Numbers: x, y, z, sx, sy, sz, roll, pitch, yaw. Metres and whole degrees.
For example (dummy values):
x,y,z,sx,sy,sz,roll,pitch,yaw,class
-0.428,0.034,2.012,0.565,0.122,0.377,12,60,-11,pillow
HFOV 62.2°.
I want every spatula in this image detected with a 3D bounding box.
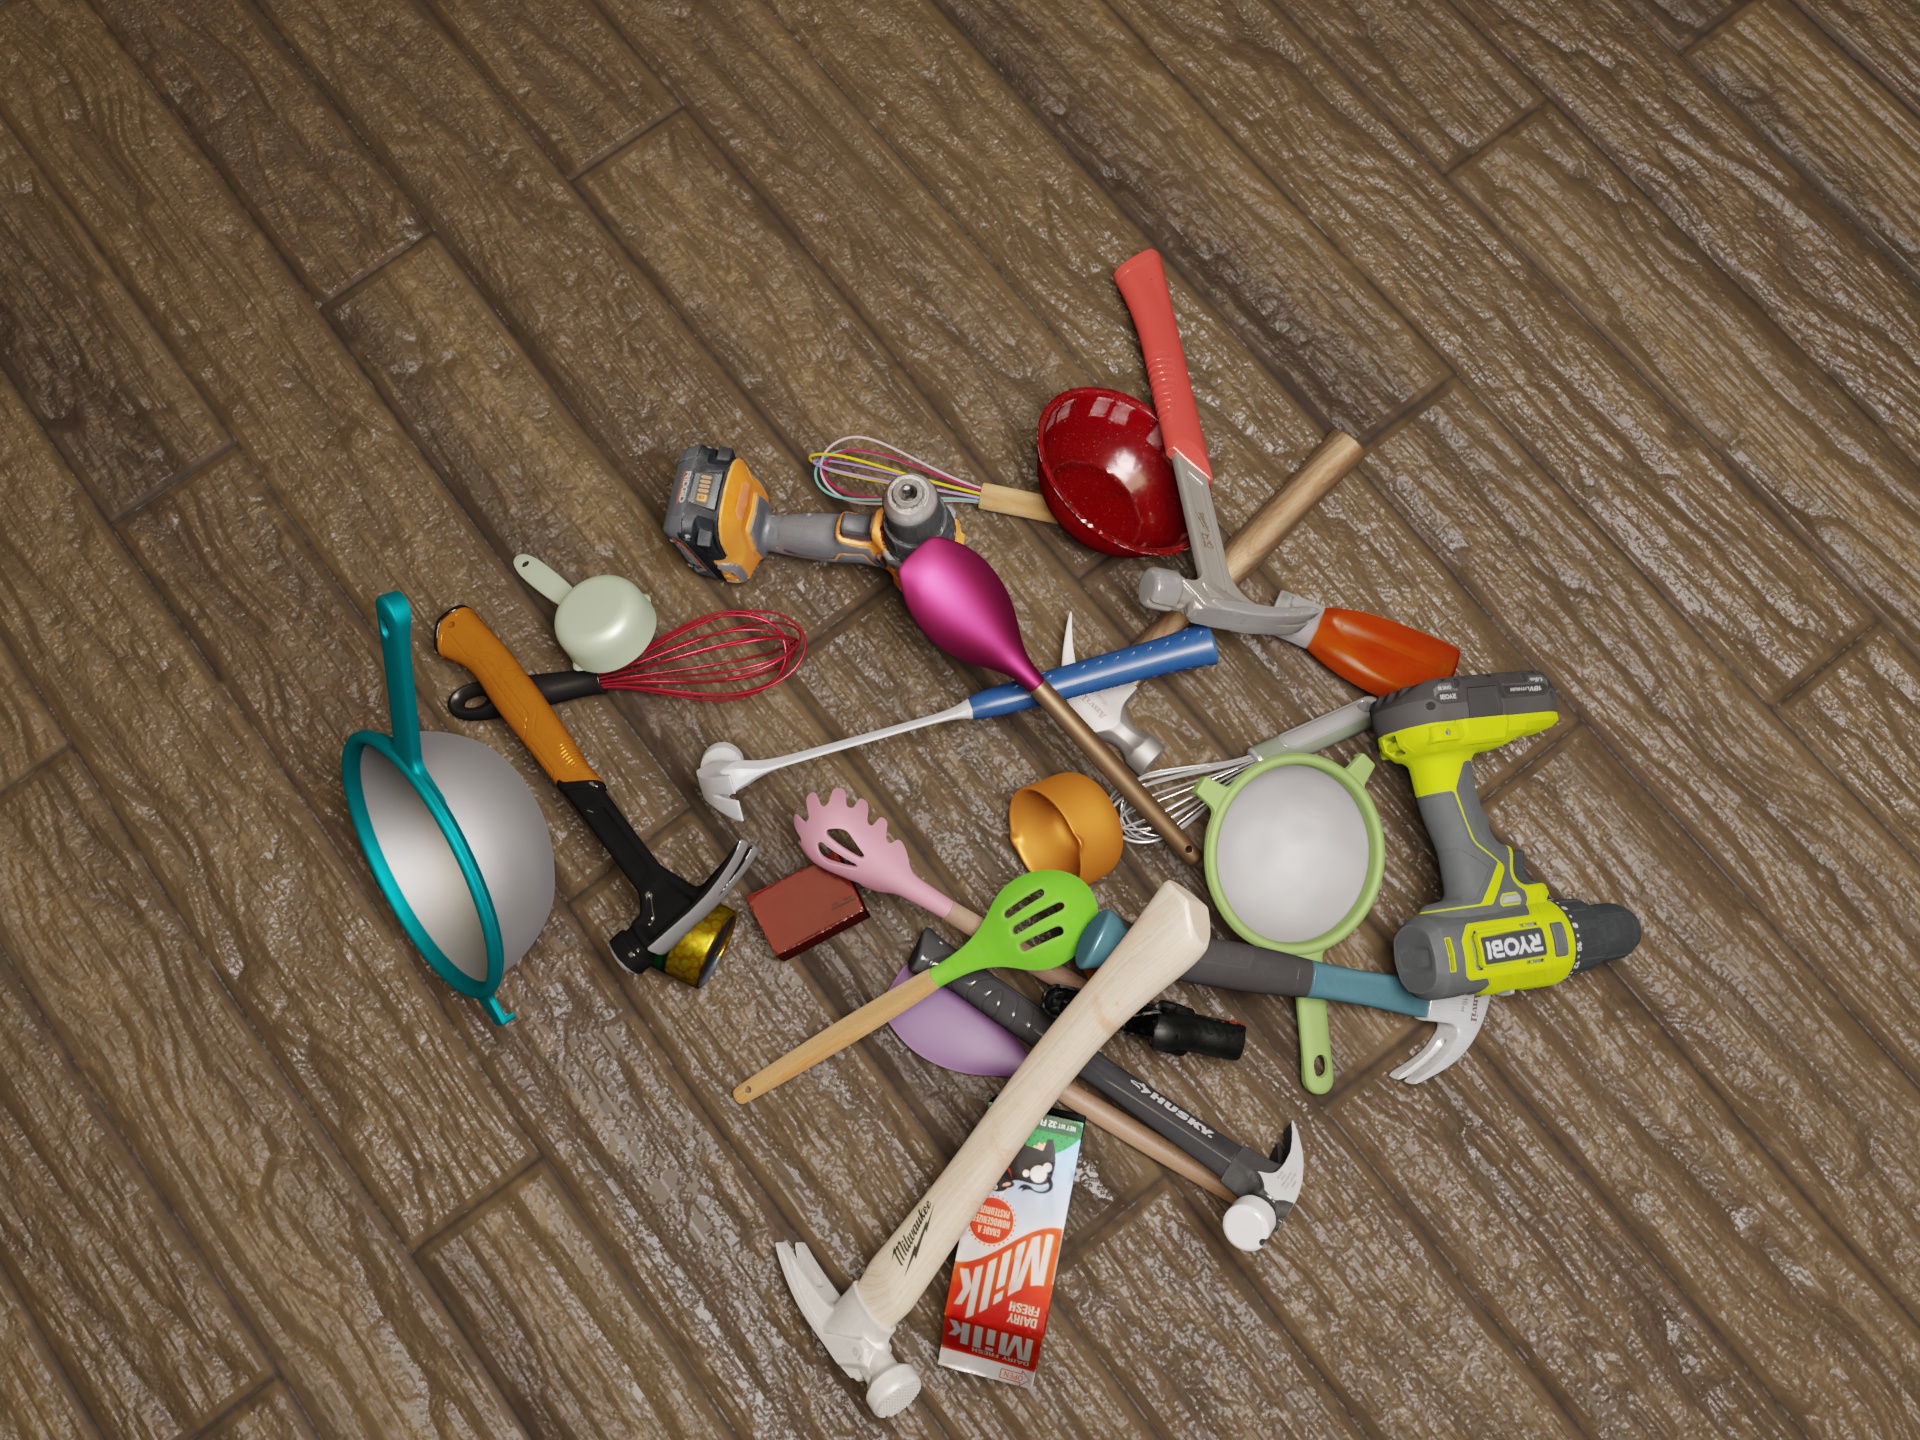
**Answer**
x,y,z,sx,sy,sz,roll,pitch,yaw,class
0.081,0.282,1.193,0.316,0.018,0.060,29,74,9,spatula

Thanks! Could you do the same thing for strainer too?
x,y,z,sx,sy,sz,roll,pitch,yaw,class
-0.350,0.040,1.121,0.095,0.340,0.211,-27,51,-36,strainer
0.247,0.152,1.208,0.151,0.069,0.256,-8,93,-19,strainer

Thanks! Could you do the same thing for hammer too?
x,y,z,sx,sy,sz,roll,pitch,yaw,class
0.207,-0.115,1.286,0.130,0.031,0.331,42,80,10,hammer
0.025,0.273,1.091,0.410,0.038,0.146,-54,52,10,hammer
0.100,0.252,1.163,0.335,0.146,0.035,32,109,20,hammer
0.185,-0.232,1.276,0.149,0.036,0.359,7,59,-25,hammer
-0.294,0.027,1.204,0.127,0.034,0.337,-43,68,1,hammer
-0.002,-0.004,1.205,0.405,0.144,0.035,-16,102,-3,hammer
0.238,0.183,1.151,0.331,0.033,0.128,12,84,-18,hammer

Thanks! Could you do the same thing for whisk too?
x,y,z,sx,sy,sz,roll,pitch,yaw,class
-0.265,-0.037,1.263,0.296,0.073,0.073,-10,76,5,whisk
-0.005,-0.188,1.300,0.245,0.047,0.051,11,54,0,whisk
0.223,0.035,1.241,0.246,0.059,0.058,-23,49,-9,whisk

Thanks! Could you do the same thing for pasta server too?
x,y,z,sx,sy,sz,roll,pitch,yaw,class
0.014,0.151,1.186,0.316,0.040,0.060,32,106,-10,pasta server

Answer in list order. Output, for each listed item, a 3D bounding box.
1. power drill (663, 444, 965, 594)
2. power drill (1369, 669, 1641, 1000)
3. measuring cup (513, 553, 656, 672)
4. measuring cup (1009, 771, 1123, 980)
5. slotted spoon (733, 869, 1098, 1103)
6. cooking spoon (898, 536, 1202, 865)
x,y,z,sx,sy,sz,roll,pitch,yaw,class
-0.108,-0.152,1.224,0.226,0.185,0.084,10,78,7,power drill
0.399,0.084,1.168,0.190,0.080,0.228,-5,79,-19,power drill
-0.311,-0.101,1.261,0.168,0.038,0.083,35,75,30,measuring cup
0.097,0.122,1.213,0.052,0.095,0.173,-24,100,-29,measuring cup
-0.039,0.203,1.164,0.314,0.031,0.070,-32,73,13,slotted spoon
0.073,-0.008,1.166,0.069,0.017,0.318,-45,103,-7,cooking spoon
